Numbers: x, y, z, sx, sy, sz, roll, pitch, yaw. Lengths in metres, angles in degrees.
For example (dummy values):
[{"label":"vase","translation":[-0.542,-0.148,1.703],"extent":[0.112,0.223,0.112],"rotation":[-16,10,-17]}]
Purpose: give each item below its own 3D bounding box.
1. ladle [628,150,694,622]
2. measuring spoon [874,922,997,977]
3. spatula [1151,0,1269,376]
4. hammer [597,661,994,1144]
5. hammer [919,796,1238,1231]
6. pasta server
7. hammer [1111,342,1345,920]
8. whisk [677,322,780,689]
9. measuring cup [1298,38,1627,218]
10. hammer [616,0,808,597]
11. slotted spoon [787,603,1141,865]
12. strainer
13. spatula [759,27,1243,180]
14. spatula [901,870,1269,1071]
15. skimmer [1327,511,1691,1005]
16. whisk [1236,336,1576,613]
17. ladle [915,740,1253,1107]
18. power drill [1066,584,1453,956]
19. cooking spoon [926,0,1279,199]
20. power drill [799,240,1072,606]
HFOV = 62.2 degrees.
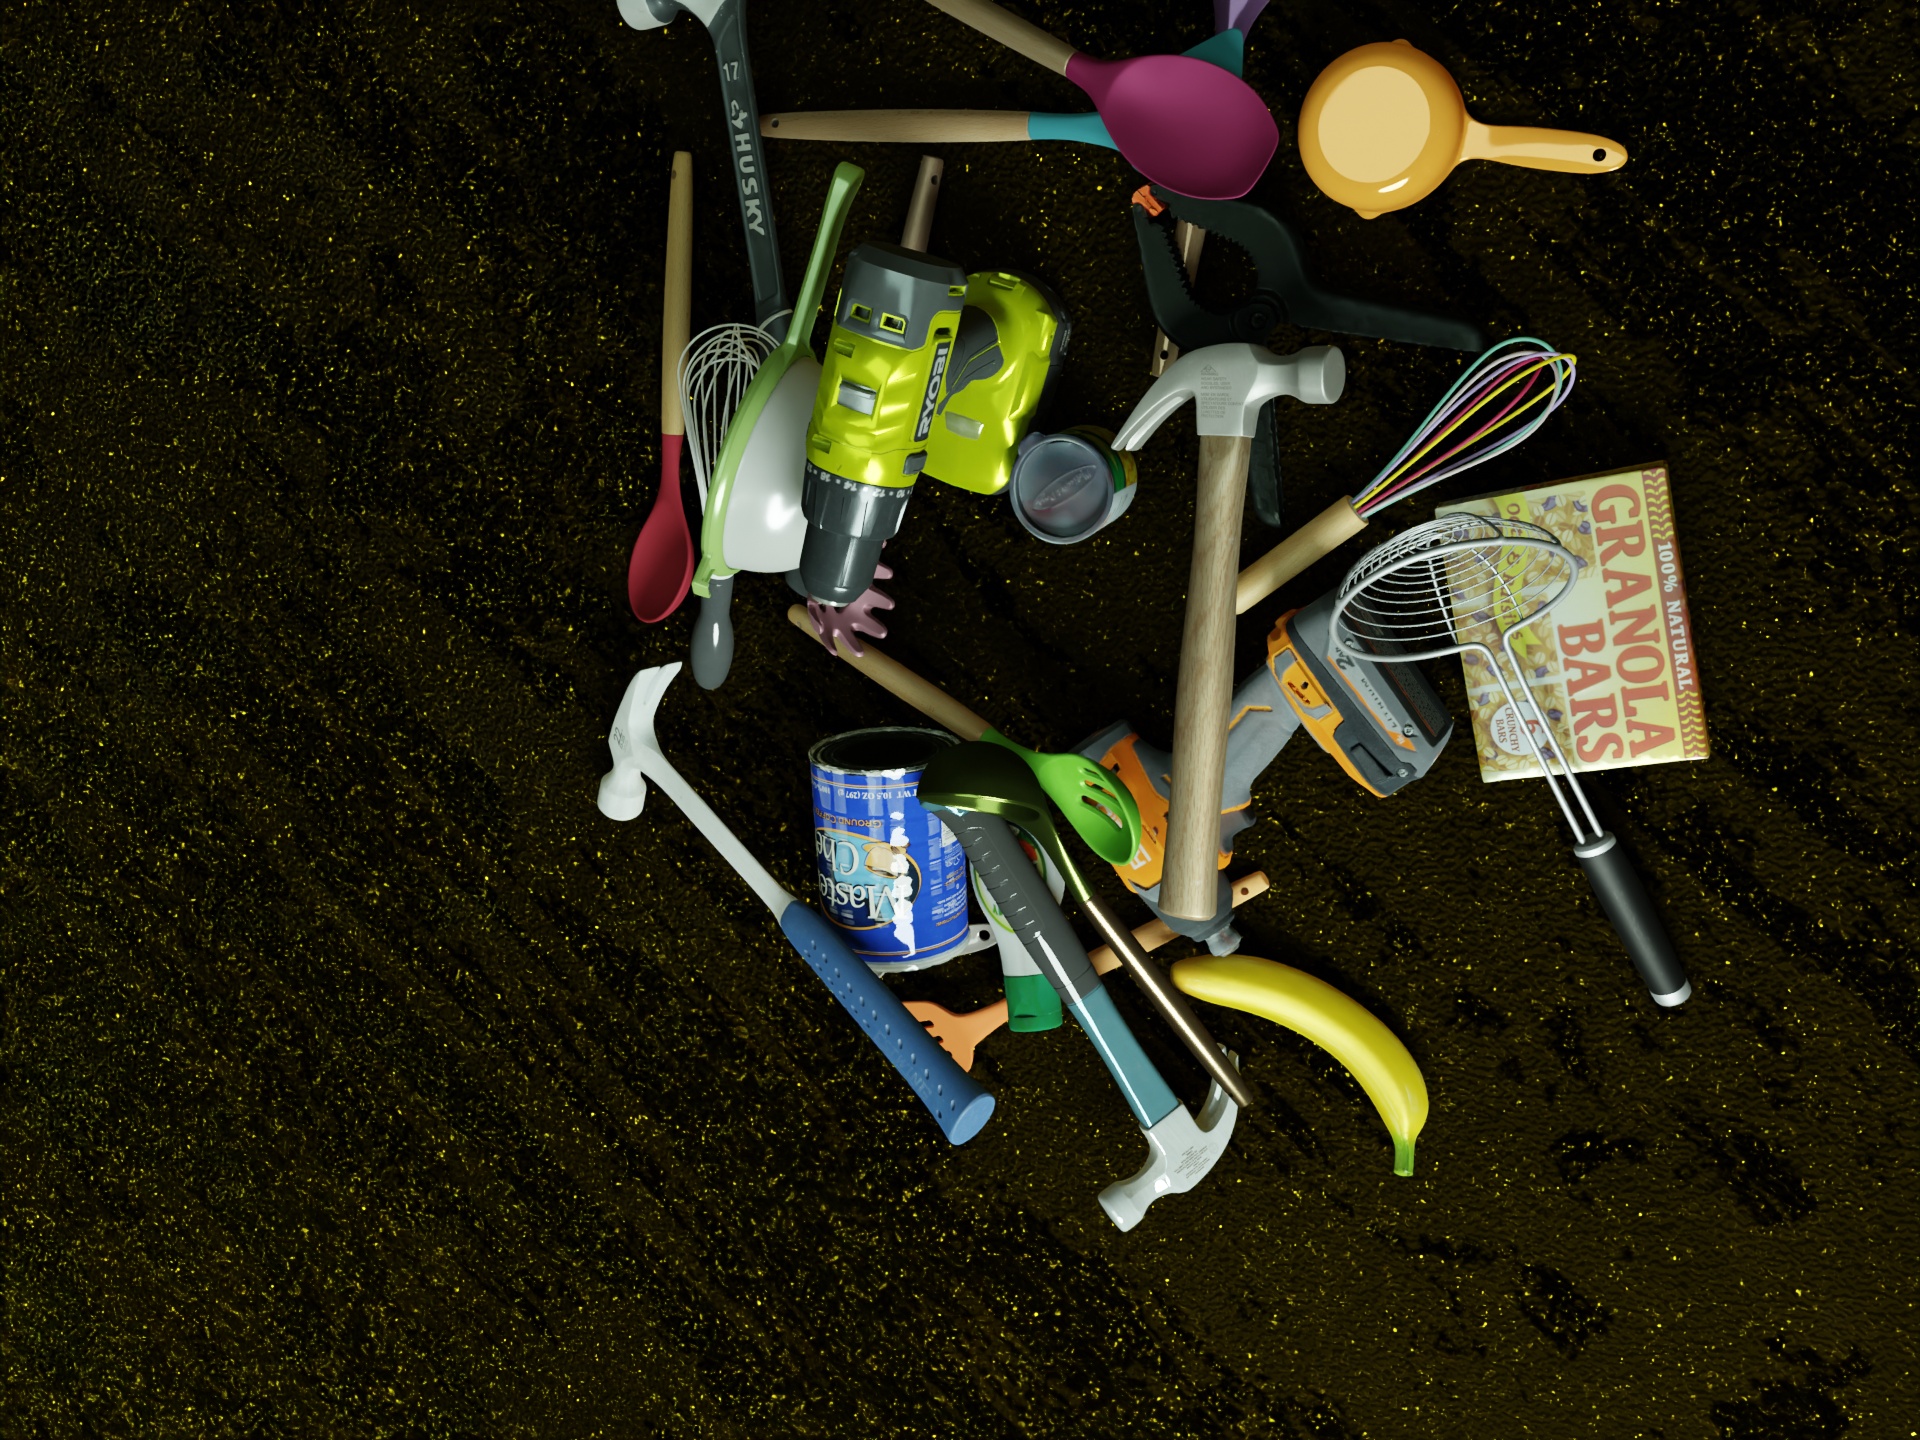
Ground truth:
[{"label":"ladle","translation":[-0.197,-0.222,1.085],"extent":[0.069,0.031,0.315],"rotation":[21,112,42]},{"label":"measuring spoon","translation":[-0.026,0.161,1.142],"extent":[0.124,0.018,0.034],"rotation":[-13,99,18]},{"label":"spatula","translation":[0.149,-0.354,0.912],"extent":[0.060,0.018,0.315],"rotation":[14,110,11]},{"label":"hammer","translation":[-0.119,0.118,1.057],"extent":[0.406,0.035,0.144],"rotation":[43,130,31]},{"label":"hammer","translation":[0.072,0.166,1.032],"extent":[0.128,0.033,0.331],"rotation":[-34,101,-11]},{"label":"pasta server","translation":[-0.049,-0.197,1.016],"extent":[0.040,0.060,0.316],"rotation":[29,110,46]},{"label":"hammer","translation":[0.141,-0.049,0.920],"extent":[0.130,0.031,0.331],"rotation":[9,99,35]},{"label":"whisk","translation":[-0.159,-0.133,1.055],"extent":[0.070,0.070,0.284],"rotation":[24,130,14]},{"label":"measuring cup","translation":[0.267,-0.314,0.856],"extent":[0.174,0.052,0.095],"rotation":[15,111,20]},{"label":"hammer","translation":[-0.118,-0.276,1.022],"extent":[0.149,0.036,0.408],"rotation":[1,110,29]},{"label":"slotted spoon","translation":[-0.002,-0.003,1.027],"extent":[0.314,0.031,0.070],"rotation":[33,142,30]},{"label":"strainer","translation":[-0.078,-0.191,0.934],"extent":[0.069,0.151,0.256],"rotation":[23,117,4]},{"label":"spatula","translation":[0.015,-0.360,0.950],"extent":[0.317,0.044,0.082],"rotation":[8,96,21]},{"label":"spatula","translation":[0.072,0.176,1.101],"extent":[0.322,0.041,0.081],"rotation":[-30,92,22]},{"label":"skimmer","translation":[0.323,0.039,0.869],"extent":[0.127,0.090,0.363],"rotation":[-23,112,29]},{"label":"whisk","translation":[0.246,-0.137,0.924],"extent":[0.245,0.047,0.051],"rotation":[-37,98,30]},{"label":"ladle","translation":[0.086,0.137,0.990],"extent":[0.320,0.062,0.078],"rotation":[52,153,-17]},{"label":"power drill","translation":[0.183,0.038,0.978],"extent":[0.226,0.084,0.164],"rotation":[-36,86,30]},{"label":"cooking spoon","translation":[0.045,-0.387,0.912],"extent":[0.319,0.017,0.068],"rotation":[37,105,20]},{"label":"power drill","translation":[-0.020,-0.174,0.915],"extent":[0.080,0.228,0.190],"rotation":[22,113,15]}]
